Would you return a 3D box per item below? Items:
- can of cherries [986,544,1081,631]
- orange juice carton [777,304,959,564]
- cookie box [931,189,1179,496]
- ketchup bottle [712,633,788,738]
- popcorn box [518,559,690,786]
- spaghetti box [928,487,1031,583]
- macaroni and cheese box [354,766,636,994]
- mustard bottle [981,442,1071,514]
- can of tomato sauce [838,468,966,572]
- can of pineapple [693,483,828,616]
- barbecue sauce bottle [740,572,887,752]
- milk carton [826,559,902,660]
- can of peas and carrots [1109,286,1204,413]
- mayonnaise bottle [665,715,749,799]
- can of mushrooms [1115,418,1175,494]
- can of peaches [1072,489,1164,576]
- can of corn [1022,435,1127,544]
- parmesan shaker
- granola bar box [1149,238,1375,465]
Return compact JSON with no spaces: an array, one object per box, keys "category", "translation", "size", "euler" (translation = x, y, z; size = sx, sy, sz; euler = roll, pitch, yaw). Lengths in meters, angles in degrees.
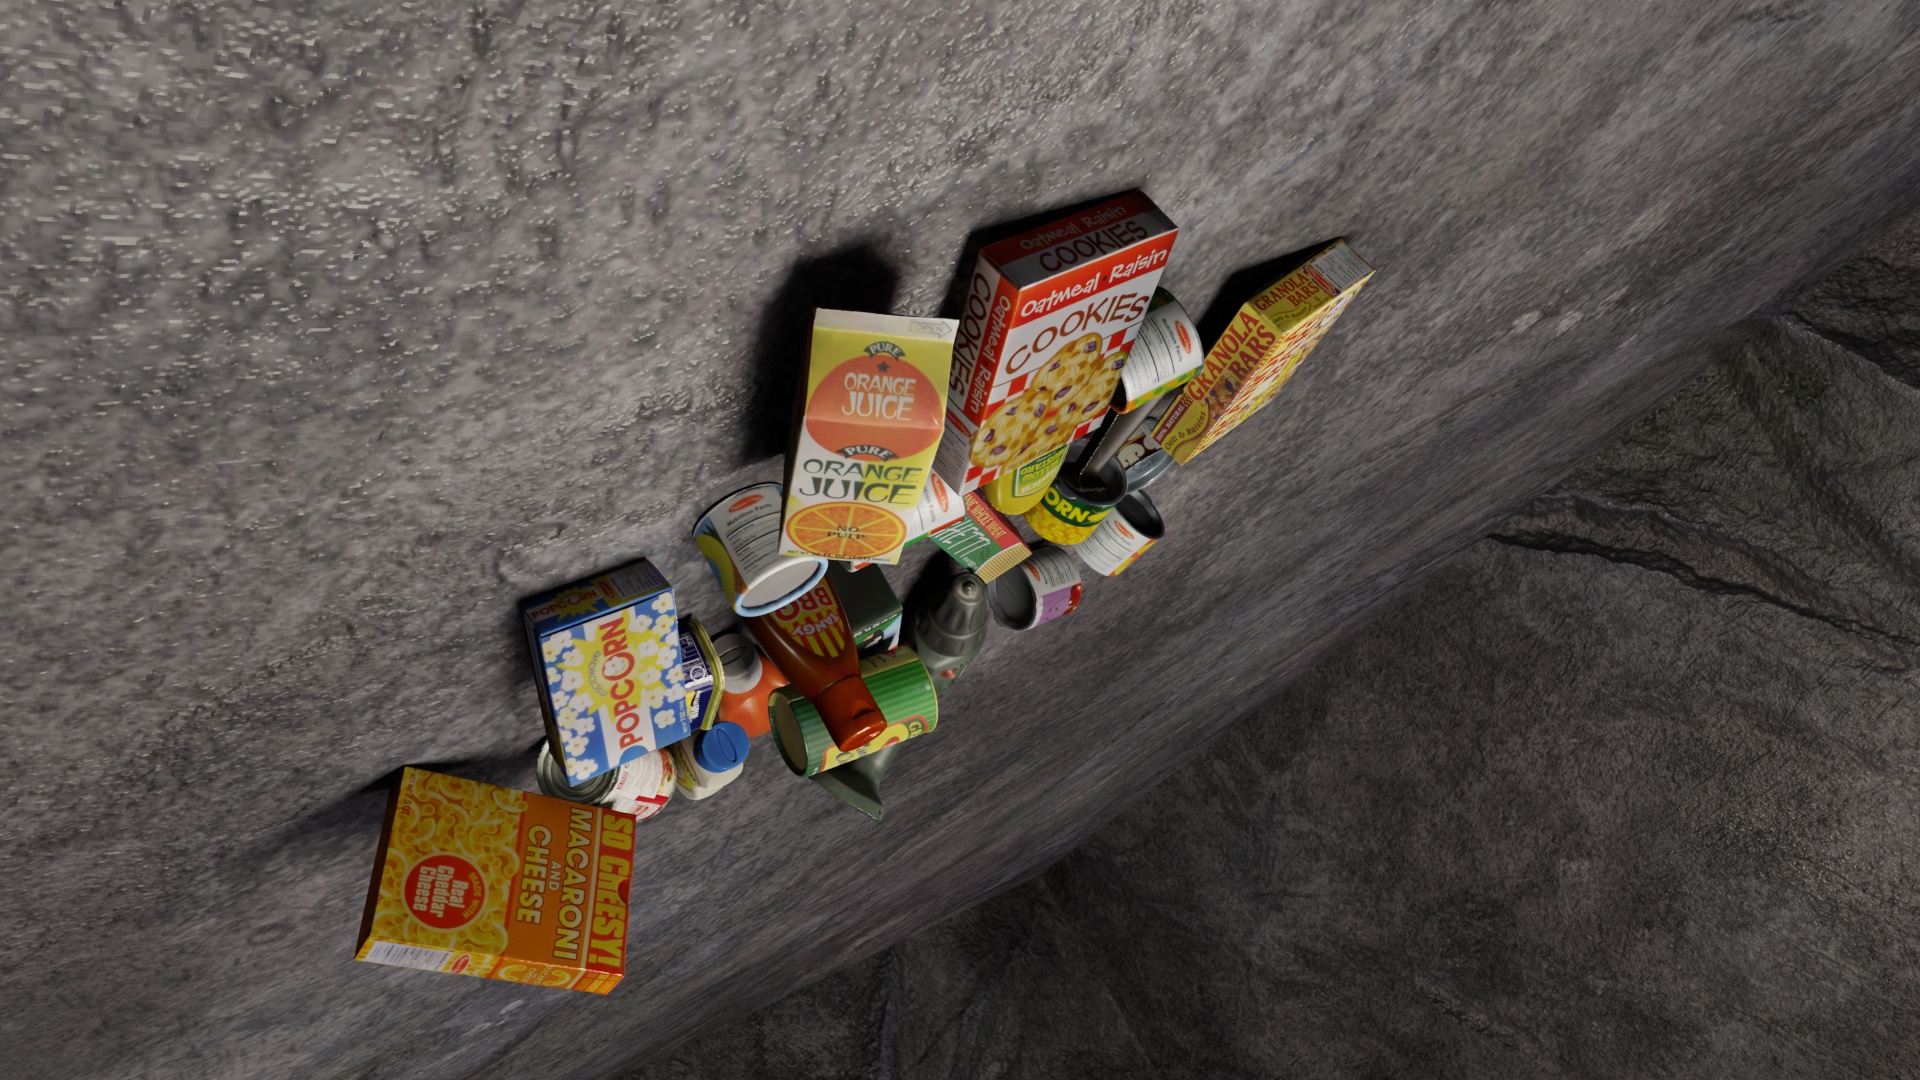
[{"category":"can of cherries","translation":[0.065,0.043,1.244],"size":[0.058,0.071,0.071],"euler":[-19,157,-37]},{"category":"orange juice carton","translation":[-0.054,-0.063,0.749],"size":[0.072,0.073,0.191],"euler":[5,151,-10]},{"category":"cookie box","translation":[0.050,-0.115,0.818],"size":[0.123,0.040,0.166],"euler":[-27,152,-32]},{"category":"ketchup bottle","translation":[-0.169,0.113,1.088],"size":[0.065,0.043,0.148],"euler":[-28,161,-12]},{"category":"popcorn box","translation":[-0.219,0.082,0.867],"size":[0.085,0.038,0.126],"euler":[-22,132,-29]},{"category":"spaghetti box","translation":[0.004,-0.013,1.065],"size":[0.050,0.029,0.249],"euler":[-34,161,5]},{"category":"macaroni and cheese box","translation":[-0.307,0.231,0.938],"size":[0.166,0.124,0.040],"euler":[18,135,-26]},{"category":"mustard bottle","translation":[0.042,-0.056,0.986],"size":[0.065,0.049,0.159],"euler":[-28,161,-15]},{"category":"can of tomato sauce","translation":[-0.049,-0.026,0.898],"size":[0.083,0.071,0.071],"euler":[-26,160,-16]},{"category":"can of pineapple","translation":[-0.125,0.007,0.870],"size":[0.071,0.058,0.070],"euler":[-28,161,-11]},{"category":"barbecue sauce bottle","translation":[-0.099,0.068,0.922],"size":[0.065,0.149,0.043],"euler":[-19,157,-33]},{"category":"milk carton","translation":[-0.096,0.072,1.053],"size":[0.072,0.073,0.189],"euler":[-26,161,-16]},{"category":"can of peas and carrots","translation":[0.116,-0.124,0.910],"size":[0.059,0.071,0.070],"euler":[-28,161,-10]},{"category":"mayonnaise bottle","translation":[-0.200,0.168,1.092],"size":[0.041,0.065,0.147],"euler":[-25,177,-25]},{"category":"can of mushrooms","translation":[0.142,-0.067,1.139],"size":[0.071,0.033,0.070],"euler":[-29,161,-11]},{"category":"can of peaches","translation":[0.136,-0.012,1.221],"size":[0.058,0.071,0.071],"euler":[-44,158,30]},{"category":"can of corn","translation":[0.085,-0.037,1.072],"size":[0.071,0.071,0.058],"euler":[-18,157,-36]},{"category":"parmesan shaker","translation":[-0.078,0.121,0.987],"size":[0.103,0.071,0.071],"euler":[-17,156,-27]},{"category":"granola bar box","translation":[0.224,-0.140,1.044],"size":[0.125,0.039,0.164],"euler":[-34,165,-33]}]
